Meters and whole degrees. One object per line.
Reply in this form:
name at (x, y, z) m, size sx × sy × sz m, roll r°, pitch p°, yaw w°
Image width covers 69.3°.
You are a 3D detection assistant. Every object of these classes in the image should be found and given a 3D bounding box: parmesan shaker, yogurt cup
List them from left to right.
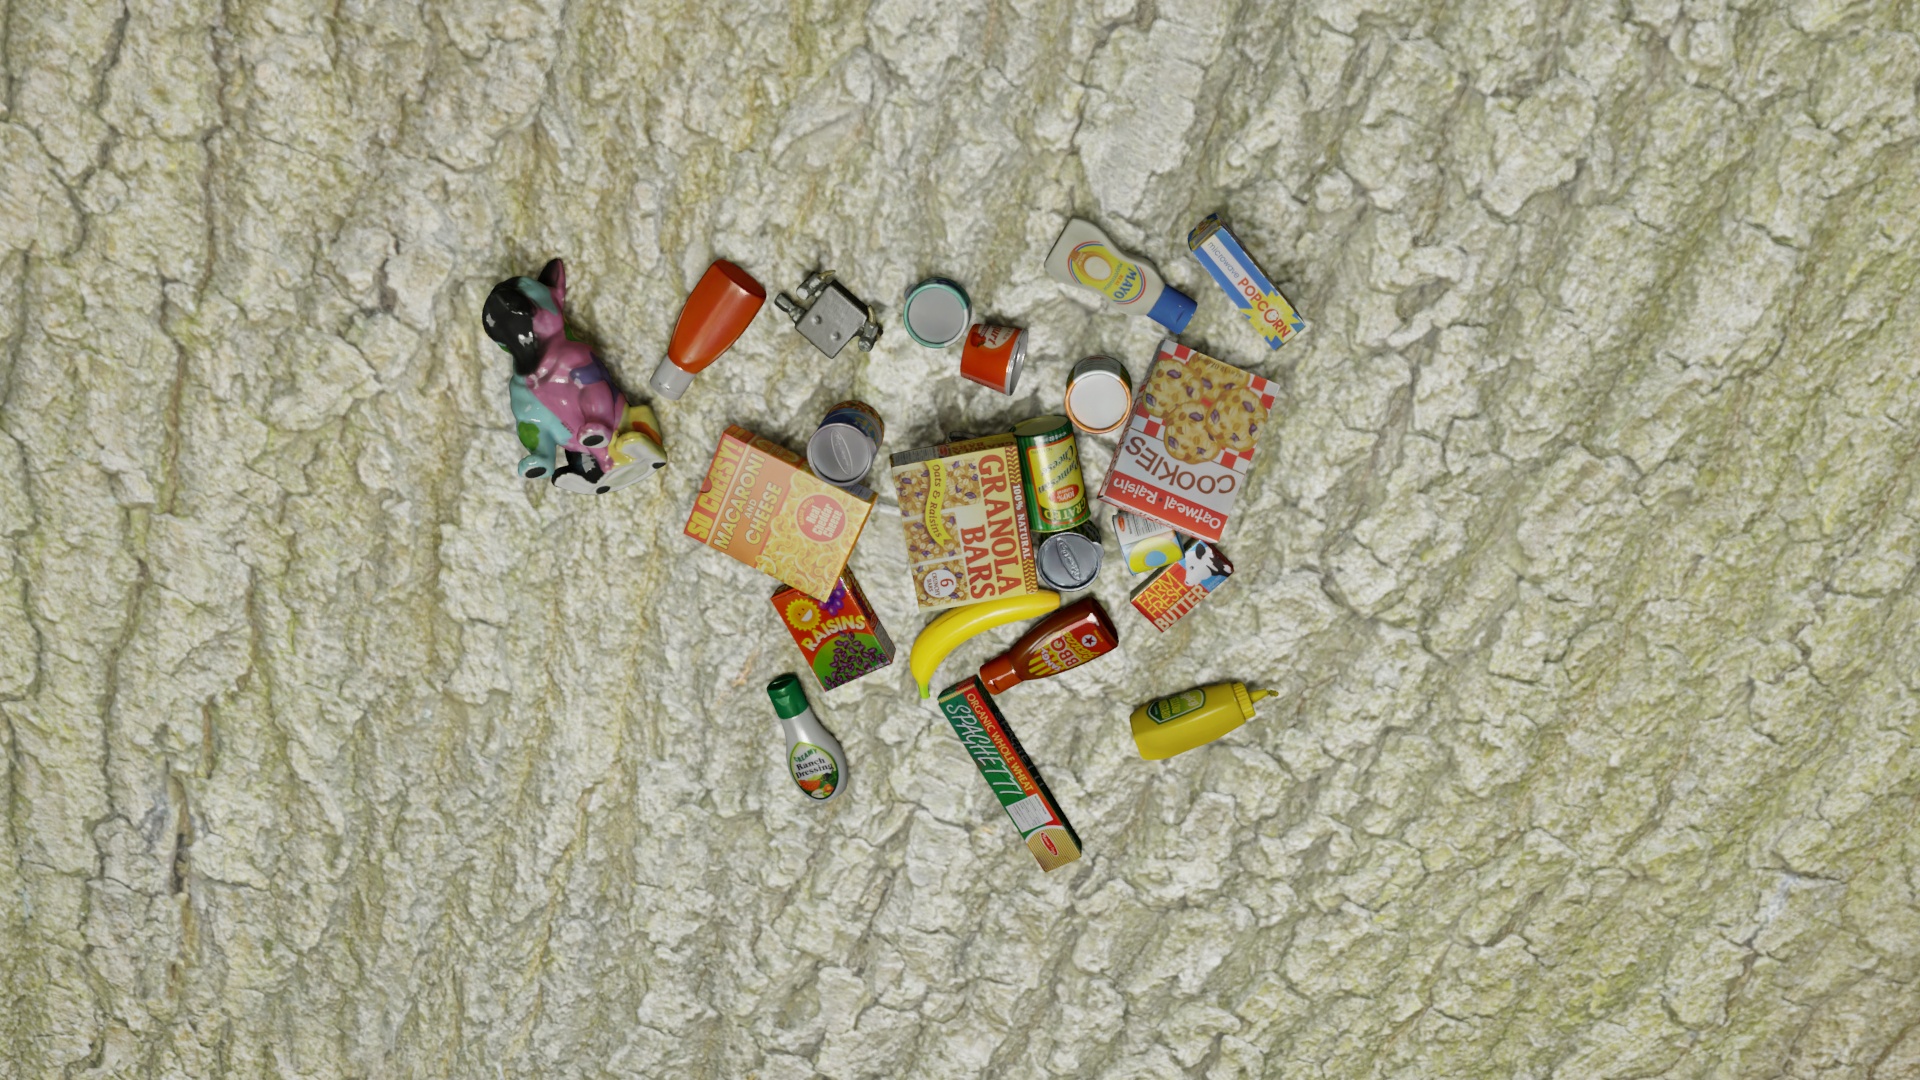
yogurt cup at (0.033, -0.181, 1.367) m, size 0.054 × 0.073 × 0.072 m, roll 15°, pitch 112°, yaw 9°
parmesan shaker at (0.087, -0.067, 1.401) m, size 0.071 × 0.071 × 0.102 m, roll -10°, pitch 110°, yaw 10°

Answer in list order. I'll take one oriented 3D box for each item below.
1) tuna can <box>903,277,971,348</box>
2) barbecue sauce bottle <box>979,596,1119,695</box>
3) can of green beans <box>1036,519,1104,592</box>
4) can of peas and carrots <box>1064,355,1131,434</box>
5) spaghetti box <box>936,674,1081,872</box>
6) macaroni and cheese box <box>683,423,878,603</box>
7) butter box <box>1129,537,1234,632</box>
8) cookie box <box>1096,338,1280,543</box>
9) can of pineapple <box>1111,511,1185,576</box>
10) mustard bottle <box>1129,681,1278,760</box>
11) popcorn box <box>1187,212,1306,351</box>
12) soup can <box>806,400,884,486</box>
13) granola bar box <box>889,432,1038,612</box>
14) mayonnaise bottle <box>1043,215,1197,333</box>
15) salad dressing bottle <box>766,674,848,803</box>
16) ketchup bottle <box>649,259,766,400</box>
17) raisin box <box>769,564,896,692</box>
tuna can at (-0.025, -0.226, 1.371) m, size 0.071 × 0.033 × 0.070 m, roll 2°, pitch 112°, yaw 5°
barbecue sauce bottle at (0.092, 0.118, 1.486) m, size 0.148 × 0.044 × 0.064 m, roll -29°, pitch 117°, yaw 16°
can of green beans at (0.113, 0.012, 1.435) m, size 0.071 × 0.058 × 0.071 m, roll 2°, pitch 111°, yaw 5°
can of peas and carrots at (0.137, -0.142, 1.372) m, size 0.071 × 0.059 × 0.070 m, roll 2°, pitch 112°, yaw 6°
spaghetti box at (0.057, 0.261, 1.553) m, size 0.050 × 0.029 × 0.249 m, roll -27°, pitch 106°, yaw 15°
macaroni and cheese box at (-0.185, -0.028, 1.423) m, size 0.166 × 0.040 × 0.123 m, roll 26°, pitch 111°, yaw -1°
butter box at (0.231, 0.044, 1.453) m, size 0.053 × 0.024 × 0.103 m, roll 42°, pitch 109°, yaw -10°
cookie box at (0.222, -0.096, 1.360) m, size 0.123 × 0.040 × 0.167 m, roll 22°, pitch 88°, yaw -3°
can of pineapple at (0.193, -0.003, 1.417) m, size 0.058 × 0.071 × 0.070 m, roll -18°, pitch 108°, yaw 13°
mustard bottle at (0.262, 0.185, 1.486) m, size 0.160 × 0.065 × 0.048 m, roll -21°, pitch 113°, yaw 7°
popcorn box at (0.267, -0.244, 1.304) m, size 0.038 × 0.085 × 0.126 m, roll -39°, pitch 102°, yaw 18°
soup can at (-0.112, -0.100, 1.401) m, size 0.071 × 0.084 × 0.071 m, roll 2°, pitch 112°, yaw 5°
granola bar box at (0.005, -0.017, 1.374) m, size 0.124 × 0.039 × 0.164 m, roll -10°, pitch 118°, yaw -1°
mayonnaise bottle at (0.157, -0.251, 1.337) m, size 0.148 × 0.041 × 0.064 m, roll 30°, pitch 110°, yaw -5°
salad dressing bottle at (-0.173, 0.221, 1.554) m, size 0.064 × 0.044 × 0.147 m, roll -17°, pitch 108°, yaw 11°
ketchup bottle at (-0.260, -0.207, 1.397) m, size 0.064 × 0.044 × 0.148 m, roll 37°, pitch 110°, yaw -8°
raisin box at (-0.137, 0.092, 1.503) m, size 0.086 × 0.040 × 0.123 m, roll -24°, pitch 106°, yaw 15°
